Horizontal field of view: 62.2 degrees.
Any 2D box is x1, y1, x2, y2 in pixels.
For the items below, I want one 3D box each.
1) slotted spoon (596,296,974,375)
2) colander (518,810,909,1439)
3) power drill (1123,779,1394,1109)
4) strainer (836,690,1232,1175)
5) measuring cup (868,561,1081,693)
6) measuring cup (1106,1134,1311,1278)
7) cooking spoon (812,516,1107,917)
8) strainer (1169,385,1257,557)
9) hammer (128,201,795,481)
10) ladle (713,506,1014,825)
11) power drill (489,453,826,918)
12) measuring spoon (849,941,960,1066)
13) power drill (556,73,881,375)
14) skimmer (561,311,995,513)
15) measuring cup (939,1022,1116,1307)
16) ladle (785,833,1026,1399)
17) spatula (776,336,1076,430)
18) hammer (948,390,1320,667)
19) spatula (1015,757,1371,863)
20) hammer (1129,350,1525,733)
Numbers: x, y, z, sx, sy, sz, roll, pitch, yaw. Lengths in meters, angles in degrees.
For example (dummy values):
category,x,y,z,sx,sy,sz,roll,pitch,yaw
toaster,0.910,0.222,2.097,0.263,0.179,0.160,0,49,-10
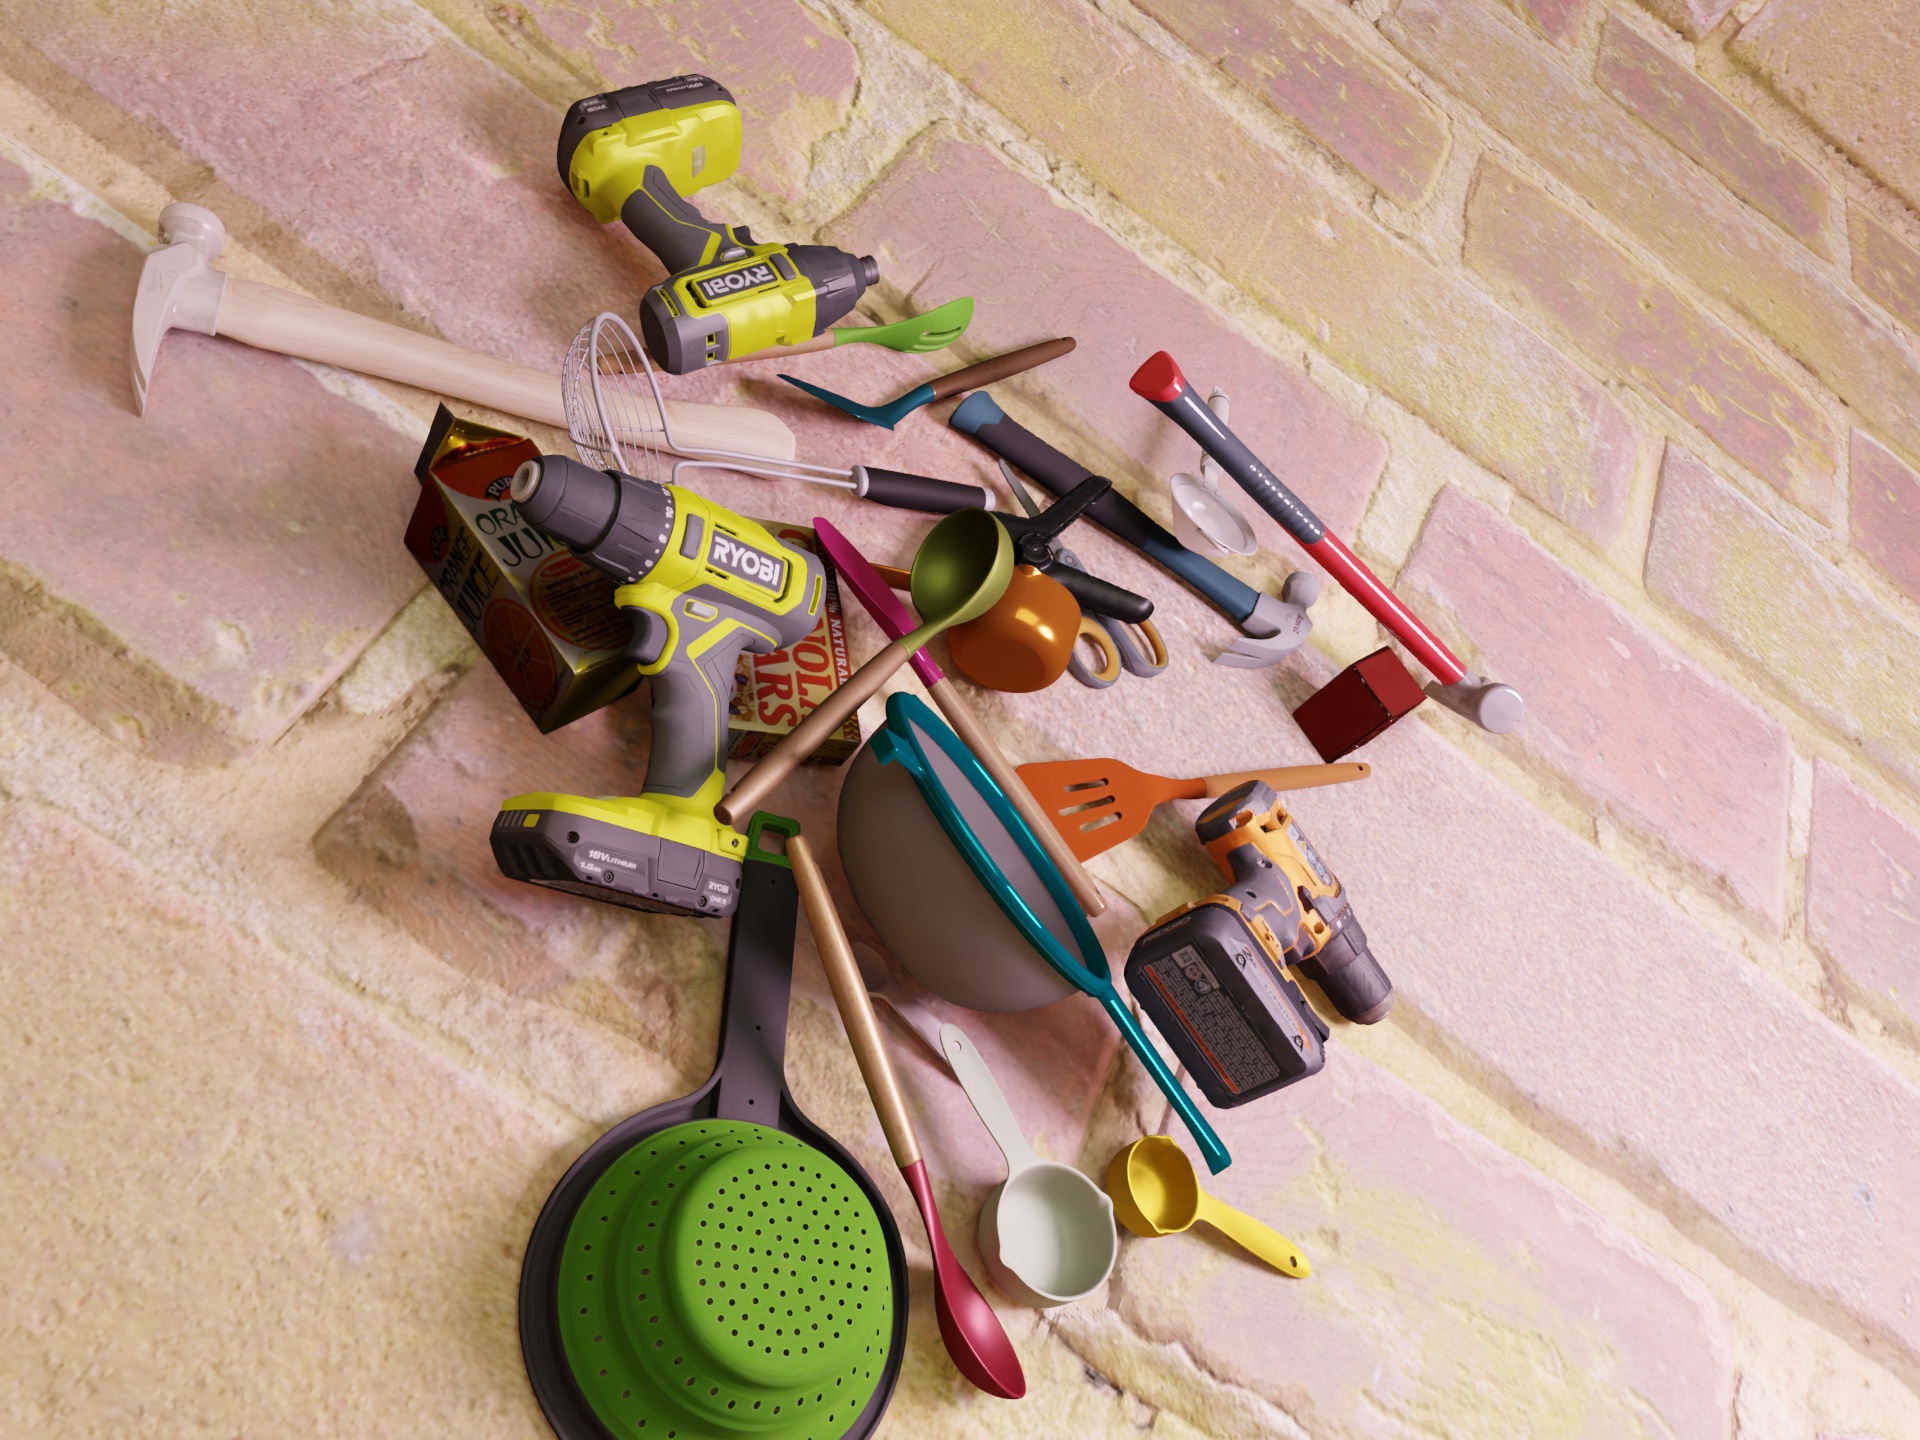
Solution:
category,x,y,z,sx,sy,sz,roll,pitch,yaw
slotted spoon,-0.119,-0.277,1.168,0.313,0.070,0.031,-15,83,-31
colander,-0.100,0.204,0.819,0.204,0.094,0.397,17,53,-21
power drill,0.203,0.156,1.018,0.185,0.084,0.226,54,30,-4
strainer,0.028,0.145,0.929,0.340,0.095,0.211,55,7,-4
measuring cup,-0.006,-0.068,1.083,0.173,0.095,0.052,14,56,0
measuring cup,0.149,0.302,0.956,0.156,0.029,0.062,35,45,-22
cooking spoon,-0.002,-0.003,1.040,0.319,0.017,0.069,54,13,1
strainer,0.200,-0.197,1.268,0.086,0.050,0.259,32,41,-16
hammer,-0.302,-0.210,1.019,0.410,0.038,0.146,12,56,-25
ladle,-0.056,-0.038,0.931,0.062,0.078,0.320,60,39,-14
power drill,-0.174,-0.019,0.862,0.190,0.080,0.229,23,71,-43
measuring spoon,-0.028,0.180,0.937,0.124,0.018,0.034,44,35,-6
power drill,-0.174,-0.352,1.127,0.171,0.080,0.223,-23,65,-22
skimmer,-0.100,-0.178,1.050,0.363,0.090,0.127,3,69,-40
measuring cup,0.024,0.252,0.902,0.083,0.038,0.168,-16,67,-37
ladle,-0.035,0.210,0.844,0.031,0.069,0.315,-21,86,5
spatula,-0.006,-0.269,1.231,0.082,0.044,0.317,31,40,28
hammer,0.135,-0.153,1.246,0.331,0.033,0.128,34,47,-7
spatula,0.182,0.051,1.144,0.322,0.041,0.081,-3,63,-37
hammer,0.273,-0.137,1.223,0.386,0.038,0.143,42,6,-12
